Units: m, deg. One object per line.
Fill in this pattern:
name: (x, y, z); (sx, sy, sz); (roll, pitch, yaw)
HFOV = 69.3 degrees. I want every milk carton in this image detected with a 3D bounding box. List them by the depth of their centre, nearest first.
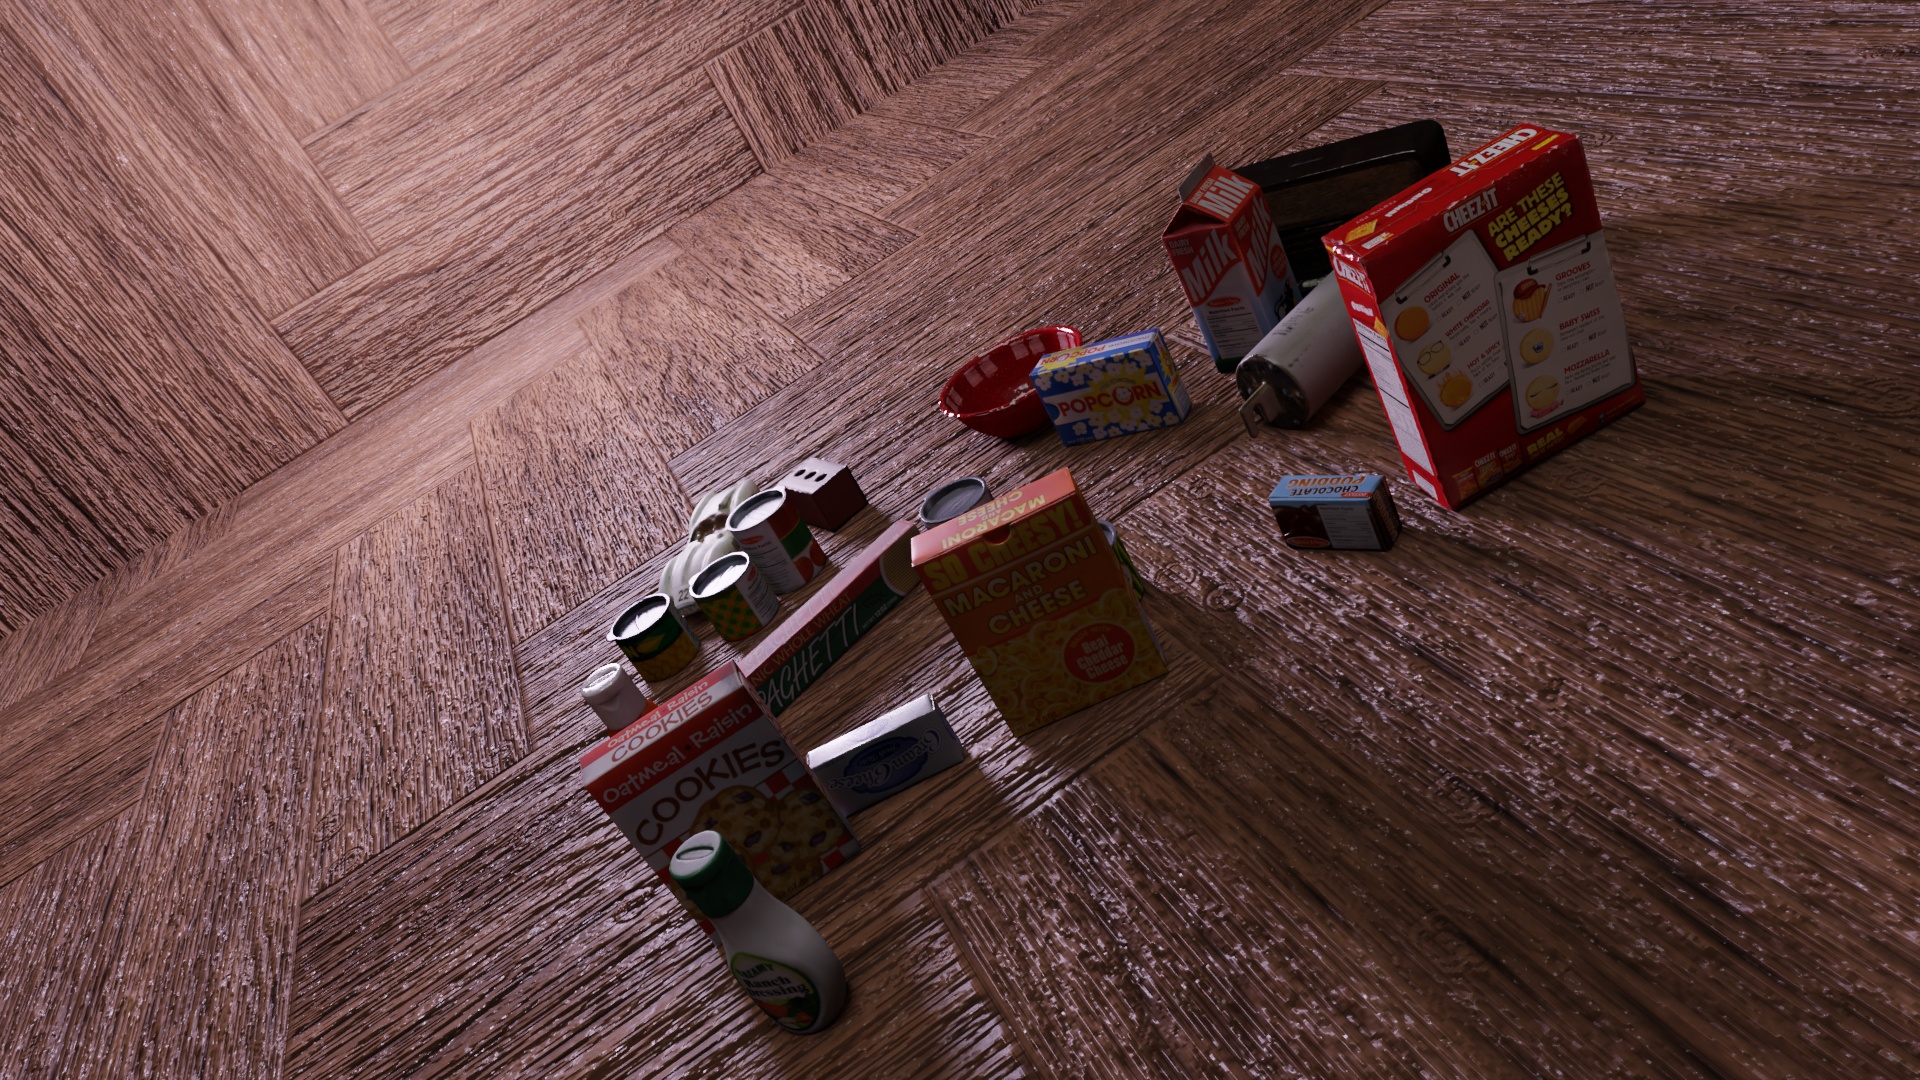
milk carton: (0.246, -0.253, 1.264); (0.073, 0.190, 0.073); (-2, 38, 42)

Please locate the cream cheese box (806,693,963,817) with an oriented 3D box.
cream cheese box: (-0.054, 0.158, 1.015); (0.104, 0.053, 0.024); (-27, 28, 5)

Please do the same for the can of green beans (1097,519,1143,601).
can of green beans: (0.102, 0.027, 1.080); (0.071, 0.057, 0.071); (-23, 29, 13)

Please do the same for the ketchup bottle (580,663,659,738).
ketchup bottle: (-0.240, 0.161, 1.082); (0.065, 0.148, 0.044); (-31, 28, -2)

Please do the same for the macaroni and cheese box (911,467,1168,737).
macaroni and cheese box: (0.057, 0.047, 0.974); (0.123, 0.166, 0.040); (-25, 28, 9)

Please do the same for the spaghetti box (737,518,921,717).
spaghetti box: (-0.120, 0.078, 1.211); (0.251, 0.050, 0.028); (-43, 30, -24)

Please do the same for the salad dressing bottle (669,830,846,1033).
salad dressing bottle: (-0.123, 0.239, 0.846); (0.064, 0.147, 0.044); (-14, 32, 28)

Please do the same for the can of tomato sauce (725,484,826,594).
can of tomato sauce: (-0.178, 0.000, 1.360); (0.071, 0.082, 0.071); (-23, 29, 13)

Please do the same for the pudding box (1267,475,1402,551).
pudding box: (0.271, -0.021, 1.008); (0.083, 0.049, 0.030); (1, 41, 44)

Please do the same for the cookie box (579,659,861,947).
cookie box: (-0.163, 0.182, 0.956); (0.123, 0.167, 0.040); (-33, 28, -6)

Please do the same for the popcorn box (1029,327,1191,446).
popcorn box: (0.140, -0.141, 1.292); (0.126, 0.085, 0.038); (-10, 34, 33)

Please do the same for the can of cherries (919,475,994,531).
can of cherries: (0.004, -0.016, 1.240); (0.071, 0.058, 0.072); (-23, 29, 13)

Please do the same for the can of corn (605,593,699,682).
can of corn: (-0.296, 0.096, 1.339); (0.071, 0.058, 0.071); (-23, 29, 13)

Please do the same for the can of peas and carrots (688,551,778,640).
can of peas and carrots: (-0.218, 0.055, 1.333); (0.071, 0.058, 0.071); (-23, 29, 13)
